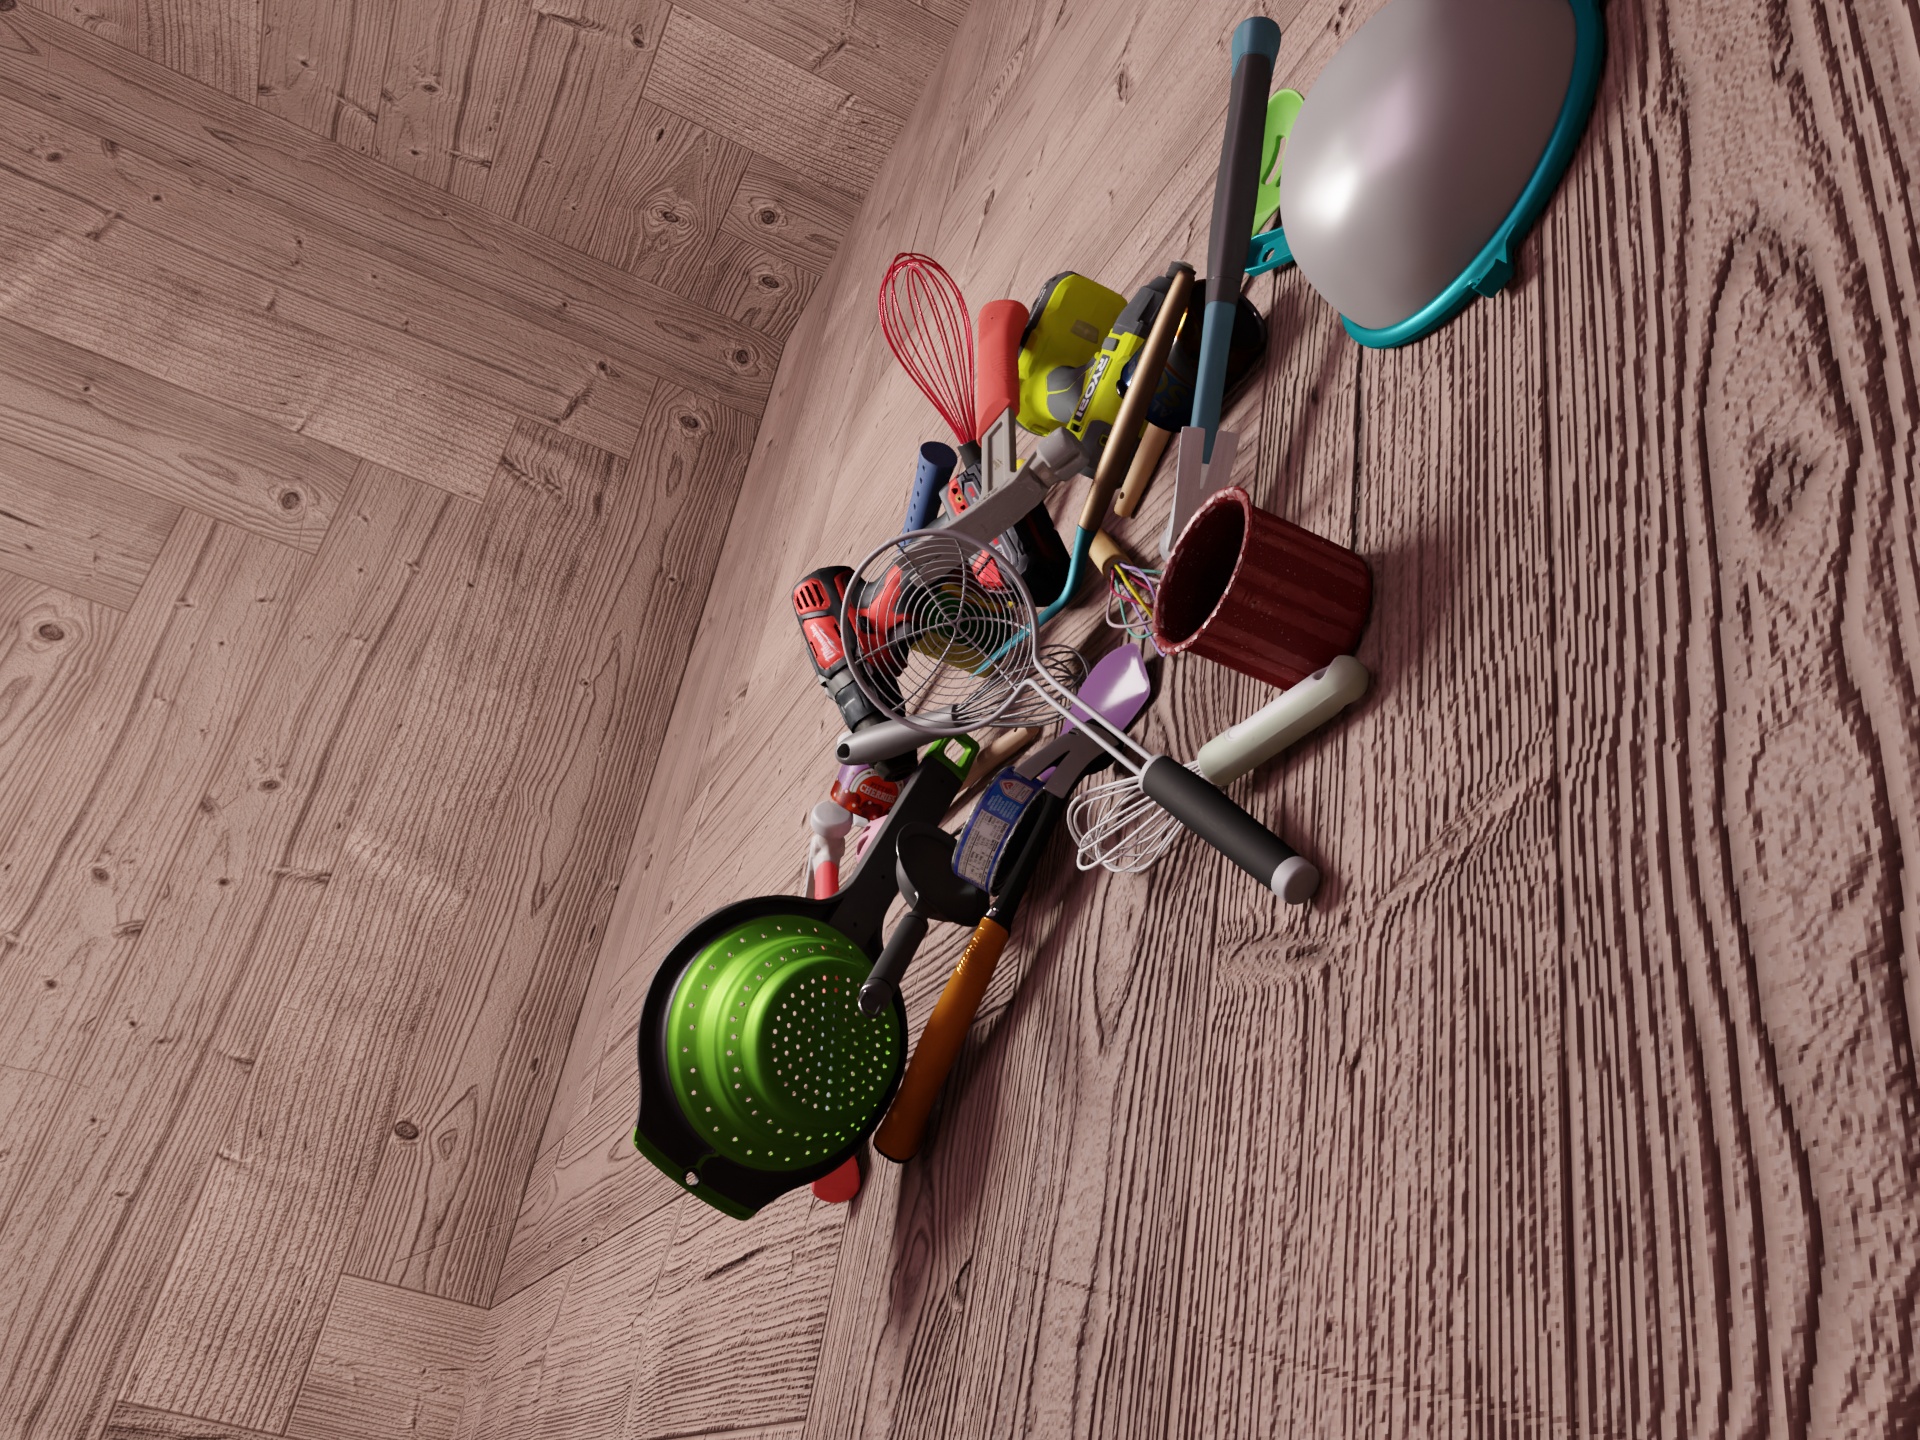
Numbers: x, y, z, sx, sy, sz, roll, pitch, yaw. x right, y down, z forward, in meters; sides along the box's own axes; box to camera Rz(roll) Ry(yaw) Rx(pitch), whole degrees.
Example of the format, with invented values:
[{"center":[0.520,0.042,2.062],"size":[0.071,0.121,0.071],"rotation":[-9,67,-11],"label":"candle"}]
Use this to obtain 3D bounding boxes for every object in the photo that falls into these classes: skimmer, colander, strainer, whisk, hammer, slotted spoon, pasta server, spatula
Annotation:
[{"center":[0.051,0.001,0.875],"size":[0.364,0.090,0.127],"rotation":[41,117,51],"label":"skimmer"},{"center":[-0.070,0.157,1.121],"size":[0.094,0.204,0.397],"rotation":[-17,36,56],"label":"colander"},{"center":[-0.031,0.132,1.046],"size":[0.050,0.087,0.258],"rotation":[-43,5,20],"label":"strainer"},{"center":[0.112,-0.101,1.092],"size":[0.245,0.047,0.051],"rotation":[-107,40,-69],"label":"whisk"},{"center":[0.012,0.157,1.039],"size":[0.127,0.034,0.336],"rotation":[-28,-36,-64],"label":"hammer"},{"center":[0.179,-0.291,1.138],"size":[0.070,0.031,0.313],"rotation":[44,115,53],"label":"slotted spoon"},{"center":[-0.015,0.066,1.320],"size":[0.316,0.040,0.060],"rotation":[-38,34,53],"label":"pasta server"},{"center":[0.050,0.052,1.136],"size":[0.315,0.018,0.060],"rotation":[-54,39,43],"label":"spatula"},{"center":[0.134,0.027,0.865],"size":[0.058,0.059,0.246],"rotation":[-46,3,-40],"label":"whisk"},{"center":[0.001,-0.252,1.340],"size":[0.296,0.073,0.073],"rotation":[70,162,-4],"label":"whisk"},{"center":[0.021,-0.232,1.198],"size":[0.149,0.036,0.359],"rotation":[-34,27,21],"label":"hammer"},{"center":[0.219,-0.322,0.927],"size":[0.211,0.095,0.340],"rotation":[-70,18,-3],"label":"strainer"},{"center":[-0.066,-0.073,1.485],"size":[0.144,0.035,0.405],"rotation":[-92,15,-50],"label":"hammer"},{"center":[-0.003,-0.005,1.176],"size":[0.239,0.055,0.055],"rotation":[-18,47,34],"label":"whisk"},{"center":[-0.112,0.247,1.355],"size":[0.387,0.038,0.143],"rotation":[-97,14,-51],"label":"hammer"},{"center":[0.162,-0.266,0.980],"size":[0.128,0.033,0.331],"rotation":[61,-143,-84],"label":"hammer"},{"center":[0.086,-0.160,1.092],"size":[0.082,0.044,0.317],"rotation":[-43,-23,-59],"label":"spatula"}]

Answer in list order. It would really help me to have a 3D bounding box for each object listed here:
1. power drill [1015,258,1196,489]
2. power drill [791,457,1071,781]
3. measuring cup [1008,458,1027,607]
[{"center":[0.112,-0.287,1.266],"size":[0.171,0.080,0.223],"rotation":[-65,20,11],"label":"power drill"},{"center":[-0.021,-0.077,1.250],"size":[0.226,0.080,0.188],"rotation":[-33,67,24],"label":"power drill"},{"center":[0.046,-0.166,1.399],"size":[0.062,0.029,0.157],"rotation":[-47,28,52],"label":"measuring cup"}]
